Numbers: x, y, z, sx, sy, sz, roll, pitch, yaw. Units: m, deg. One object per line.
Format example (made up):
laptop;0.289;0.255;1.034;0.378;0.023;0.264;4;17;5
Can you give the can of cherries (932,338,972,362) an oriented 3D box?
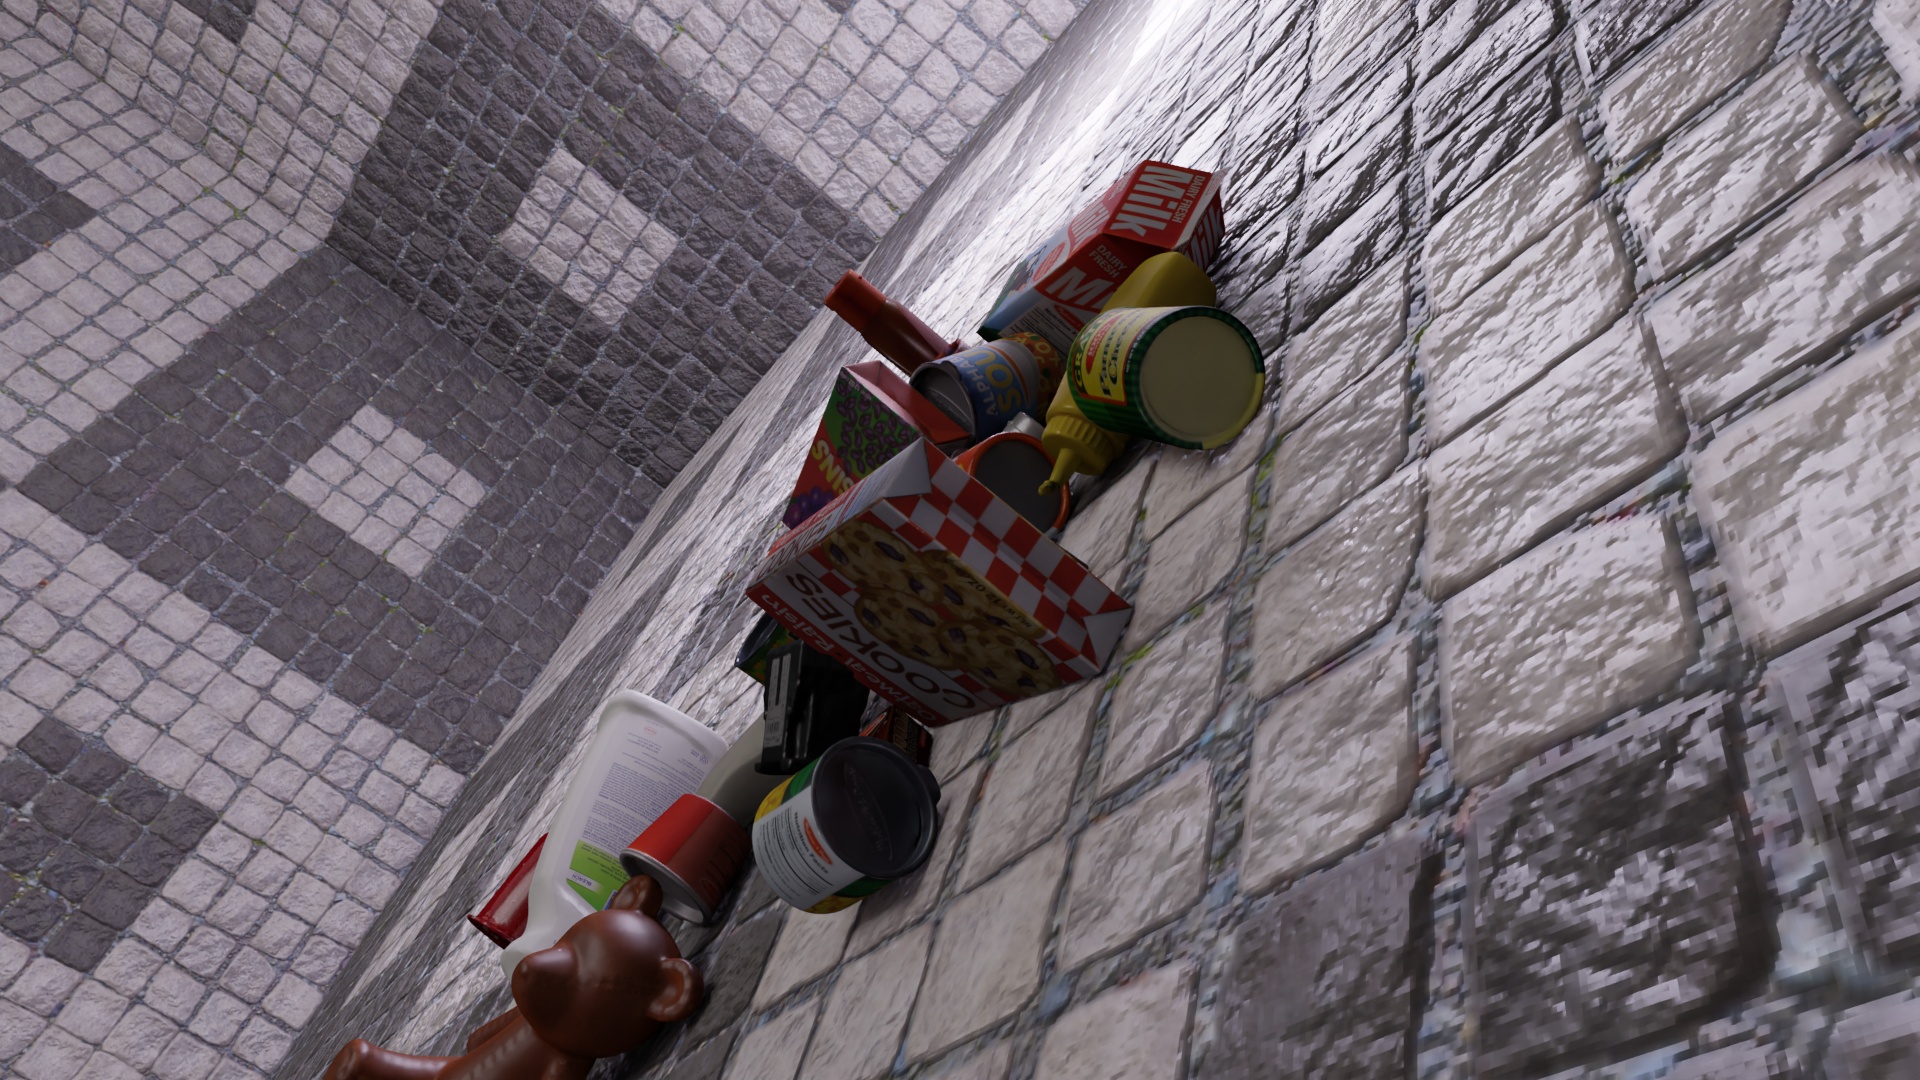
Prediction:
can of cherries;0.003;-0.113;1.059;0.071;0.058;0.072;-48;15;17

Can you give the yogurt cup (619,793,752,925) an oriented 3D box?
yogurt cup;-0.163;0.190;0.840;0.054;0.072;0.072;-52;12;-32

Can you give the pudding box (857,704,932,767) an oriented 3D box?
pudding box;-0.053;0.129;0.710;0.083;0.030;0.050;-46;14;23

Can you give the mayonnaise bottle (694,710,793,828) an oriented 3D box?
mayonnaise bottle;-0.139;0.155;0.894;0.147;0.041;0.065;-48;13;20

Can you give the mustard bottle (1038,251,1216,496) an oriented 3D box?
mustard bottle;0.084;-0.085;0.763;0.161;0.049;0.065;-58;15;-20

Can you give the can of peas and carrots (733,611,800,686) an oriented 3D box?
can of peas and carrots;-0.113;0.076;0.966;0.070;0.058;0.071;-47;16;18

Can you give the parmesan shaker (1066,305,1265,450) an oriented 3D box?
parmesan shaker;0.099;-0.083;0.676;0.071;0.071;0.103;-53;14;-1

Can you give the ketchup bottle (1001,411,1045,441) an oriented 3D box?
ketchup bottle;0.003;-0.011;0.843;0.148;0.043;0.065;-51;4;3

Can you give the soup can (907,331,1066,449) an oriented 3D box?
soup can;0.019;-0.093;0.880;0.084;0.071;0.071;-24;-4;-36

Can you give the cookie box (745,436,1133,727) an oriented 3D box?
cookie box;-0.018;0.029;0.654;0.167;0.123;0.040;-29;27;57

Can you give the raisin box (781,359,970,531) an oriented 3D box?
raisin box;-0.055;-0.038;0.873;0.040;0.086;0.122;-19;-38;-50

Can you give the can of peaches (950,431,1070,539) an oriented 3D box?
can of peaches;0.019;-0.024;0.776;0.071;0.071;0.058;-59;17;-26

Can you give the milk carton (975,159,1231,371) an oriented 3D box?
milk carton;0.097;-0.169;0.875;0.190;0.073;0.073;-29;27;57

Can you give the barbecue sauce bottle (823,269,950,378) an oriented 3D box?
barbecue sauce bottle;-0.043;-0.162;1.137;0.043;0.148;0.065;-48;15;14

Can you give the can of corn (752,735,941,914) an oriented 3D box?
can of corn;-0.052;0.130;0.637;0.058;0.071;0.071;-39;19;42

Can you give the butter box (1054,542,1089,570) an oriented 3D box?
butter box;0.015;0.021;0.713;0.103;0.053;0.024;-31;28;56
